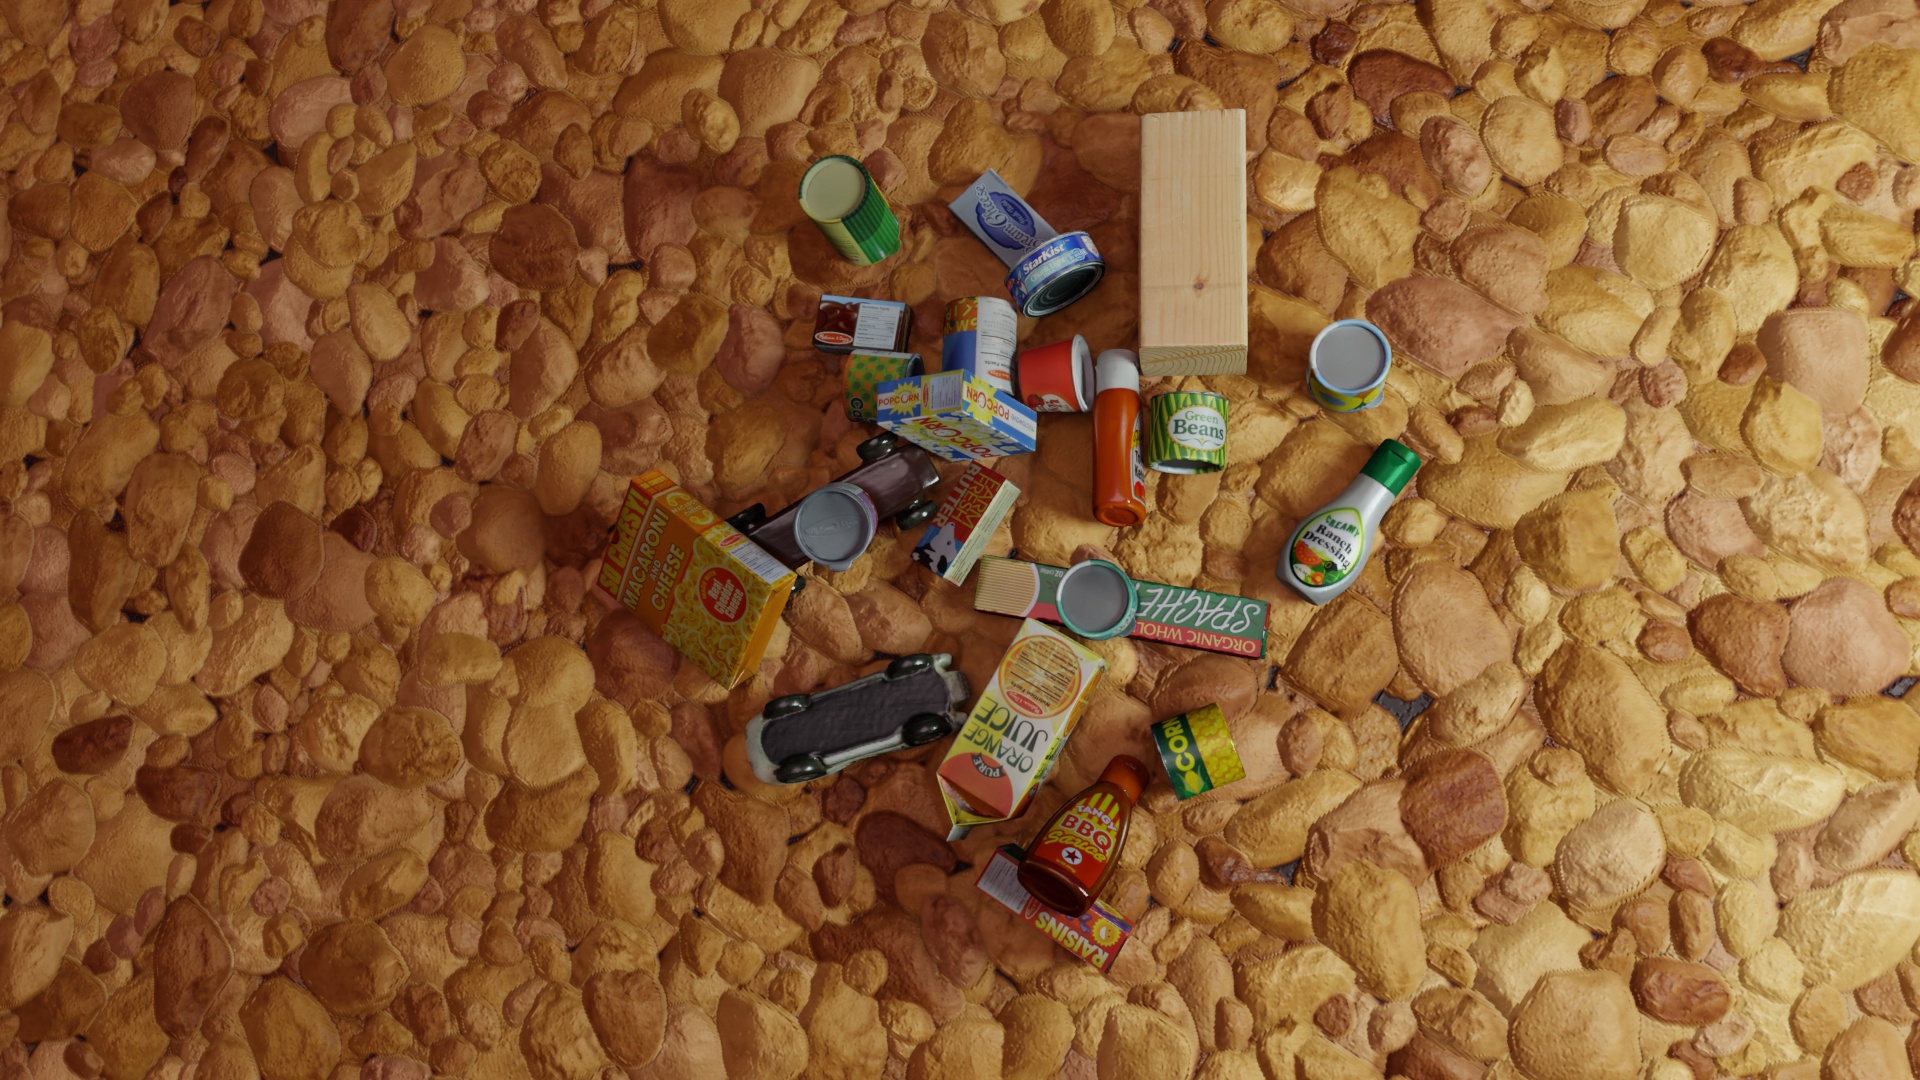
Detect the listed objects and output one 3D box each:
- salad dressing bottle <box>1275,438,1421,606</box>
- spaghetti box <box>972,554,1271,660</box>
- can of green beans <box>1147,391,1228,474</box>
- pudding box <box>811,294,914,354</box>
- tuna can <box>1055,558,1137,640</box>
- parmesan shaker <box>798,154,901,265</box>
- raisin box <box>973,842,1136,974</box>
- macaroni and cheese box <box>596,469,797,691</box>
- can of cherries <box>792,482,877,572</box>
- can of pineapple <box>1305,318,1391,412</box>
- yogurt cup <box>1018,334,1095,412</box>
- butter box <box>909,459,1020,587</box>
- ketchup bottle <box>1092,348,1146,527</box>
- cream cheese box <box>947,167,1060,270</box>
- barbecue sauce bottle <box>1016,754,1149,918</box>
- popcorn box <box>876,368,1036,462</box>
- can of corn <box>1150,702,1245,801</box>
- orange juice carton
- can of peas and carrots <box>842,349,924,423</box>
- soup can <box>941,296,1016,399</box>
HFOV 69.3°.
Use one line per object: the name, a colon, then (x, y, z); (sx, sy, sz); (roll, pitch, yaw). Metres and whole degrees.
salad dressing bottle: (0.321, -0.016, 1.145); (0.064, 0.044, 0.147); (37, 89, 16)
spaghetti box: (0.135, 0.056, 1.178); (0.250, 0.028, 0.050); (9, 83, 13)
can of green beans: (0.192, -0.090, 1.173); (0.071, 0.071, 0.058); (3, 81, 12)
pudding box: (-0.089, -0.195, 1.267); (0.084, 0.030, 0.049); (7, 83, 13)
tuna can: (0.114, 0.051, 1.150); (0.071, 0.033, 0.071); (-2, 80, 12)
parmesan shaker: (-0.096, -0.295, 1.248); (0.071, 0.103, 0.071); (-2, 80, 11)
raisin box: (0.078, 0.295, 1.118); (0.123, 0.086, 0.040); (31, 86, 15)
macaroni and cheese box: (-0.236, 0.034, 1.221); (0.167, 0.040, 0.123); (36, 122, 15)
can of cherries: (-0.105, -0.012, 1.176); (0.071, 0.058, 0.071); (0, 97, 1)
can of pineapple: (0.325, -0.145, 1.160); (0.071, 0.058, 0.071); (-2, 80, 11)
yogurt cup: (0.083, -0.142, 1.206); (0.054, 0.072, 0.072); (-5, 79, 19)
butter box: (0.004, -0.015, 1.208); (0.053, 0.024, 0.103); (30, 87, 45)
ketchup bottle: (0.135, -0.090, 1.189); (0.043, 0.064, 0.149); (-5, 71, 17)
cream cheese box: (0.043, -0.285, 1.259); (0.053, 0.024, 0.104); (-43, 75, 2)
barbecue sauce bottle: (0.105, 0.228, 1.102); (0.065, 0.149, 0.043); (30, 132, 14)
popcorn box: (-0.001, -0.103, 1.173); (0.085, 0.126, 0.038); (-5, 75, 31)
can of corn: (0.192, 0.170, 1.125); (0.058, 0.071, 0.071); (-21, 77, 6)
orange juice carton: (0.043, 0.166, 1.155); (0.073, 0.071, 0.192); (29, 87, 15)
can of peas and carrots: (-0.068, -0.133, 1.233); (0.059, 0.071, 0.071); (6, 82, 13)
soup can: (0.015, -0.164, 1.224); (0.071, 0.071, 0.084); (-1, 80, 11)
